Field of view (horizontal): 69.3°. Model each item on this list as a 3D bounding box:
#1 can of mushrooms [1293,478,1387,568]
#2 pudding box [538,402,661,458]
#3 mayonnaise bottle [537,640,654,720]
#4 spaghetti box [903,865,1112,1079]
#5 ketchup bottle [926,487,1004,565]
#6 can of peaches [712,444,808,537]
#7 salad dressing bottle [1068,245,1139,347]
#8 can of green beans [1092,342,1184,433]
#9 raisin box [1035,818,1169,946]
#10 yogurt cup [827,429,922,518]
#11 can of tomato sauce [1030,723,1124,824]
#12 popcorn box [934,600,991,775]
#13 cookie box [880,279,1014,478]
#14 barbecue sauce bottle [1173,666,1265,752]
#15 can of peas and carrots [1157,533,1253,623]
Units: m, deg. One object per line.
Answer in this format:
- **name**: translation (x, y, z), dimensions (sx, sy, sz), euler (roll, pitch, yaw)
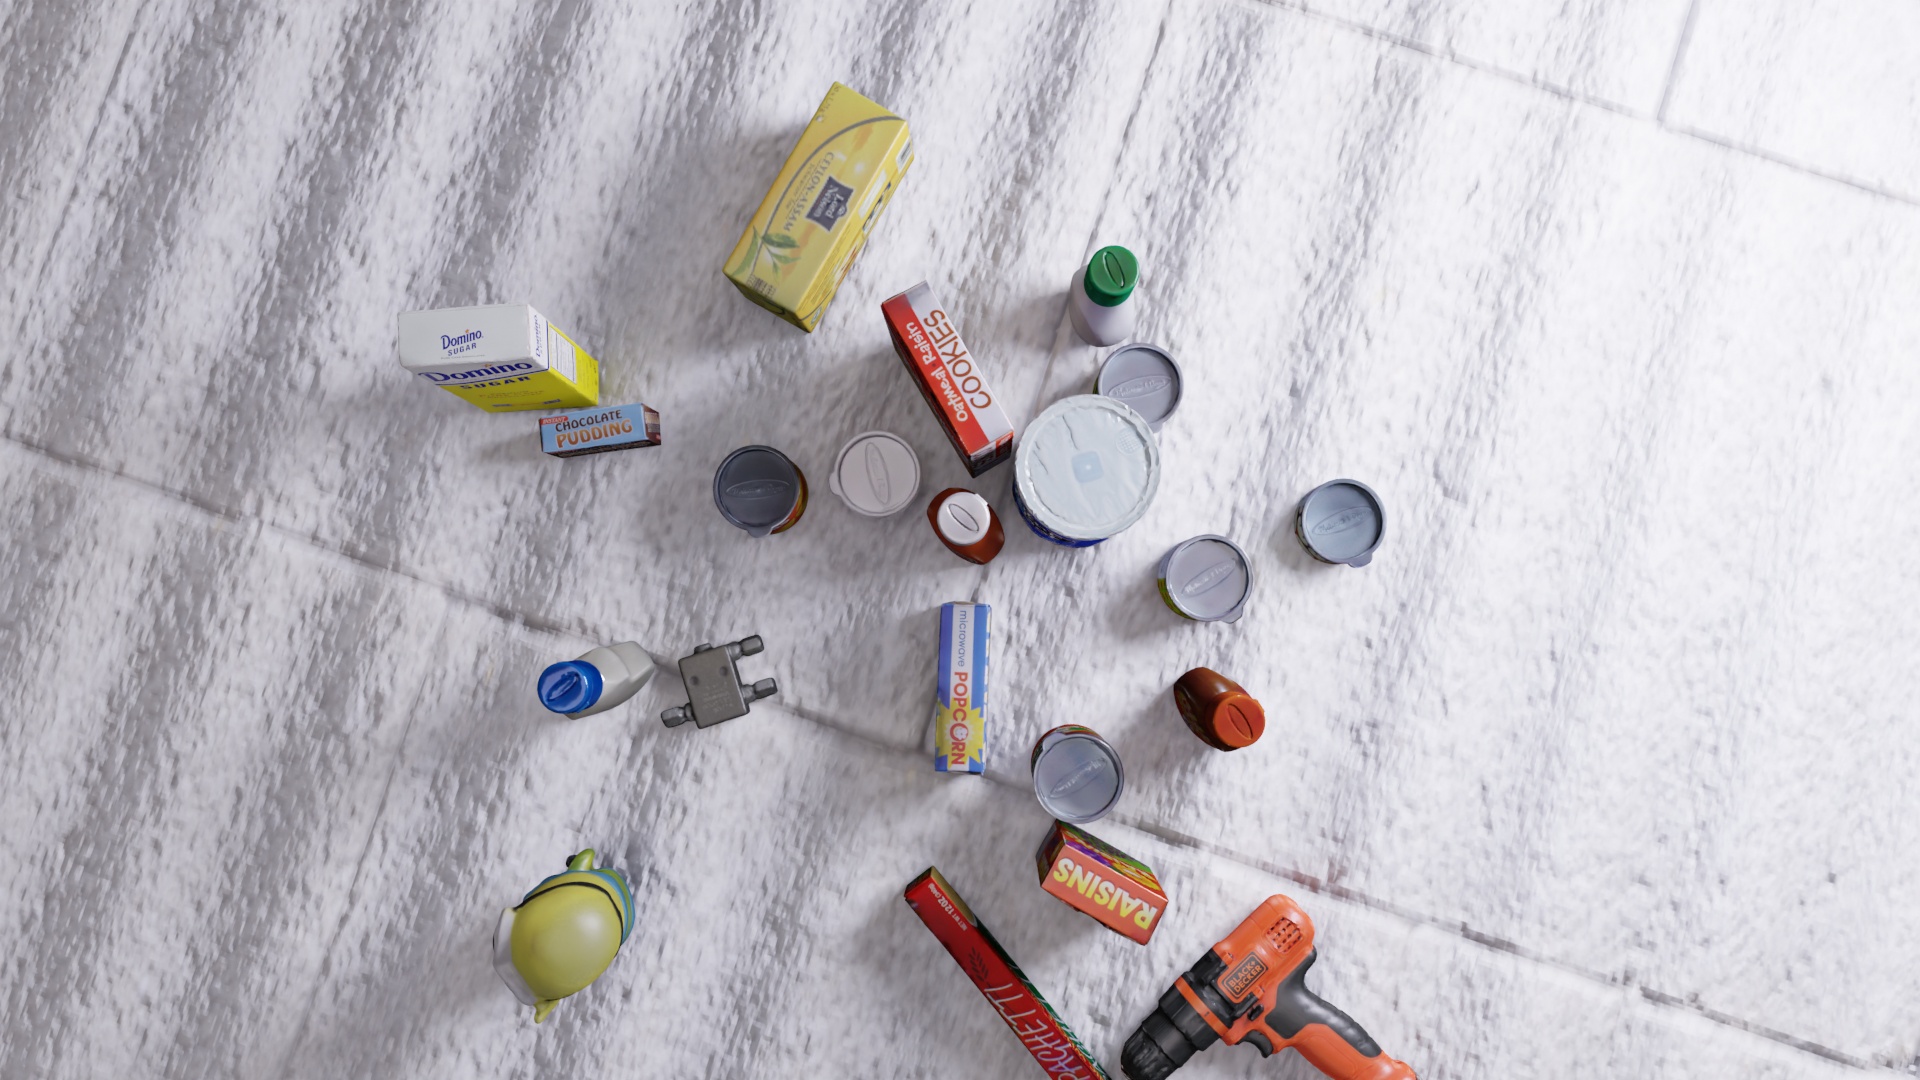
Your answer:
- **can of mushrooms**: translation (0.296, -0.012, 1.083), dimensions (0.071, 0.033, 0.071), euler (0, 87, 1)
- **pudding box**: translation (-0.282, -0.086, 1.089), dimensions (0.084, 0.049, 0.030), euler (-8, 87, 0)
- **mayonnaise bottle**: translation (-0.272, 0.104, 1.028), dimensions (0.065, 0.148, 0.041), euler (-39, 87, -1)
- **spaghetti box**: translation (0.047, 0.355, 1.056), dimensions (0.029, 0.050, 0.250), euler (-40, 87, -1)
- **ketchup bottle**: translation (0.004, -0.013, 1.030), dimensions (0.065, 0.149, 0.043), euler (42, 89, 3)
- **can of peaches**: translation (-0.154, -0.036, 1.079), dimensions (0.071, 0.058, 0.071), euler (0, 87, 1)
- **salad dressing bottle**: translation (0.108, -0.184, 1.040), dimensions (0.044, 0.147, 0.064), euler (-22, 87, 0)
- **can of green beans**: translation (0.137, -0.116, 1.080), dimensions (0.071, 0.058, 0.071), euler (0, 87, 1)
- **raisin box**: translation (0.101, 0.249, 1.025), dimensions (0.086, 0.123, 0.040), euler (29, 88, 2)
- **yogurt cup**: translation (-0.063, -0.049, 1.081), dimensions (0.072, 0.054, 0.072), euler (0, 87, 1)
- **can of tomato sauce**: translation (0.085, 0.173, 1.050), dimensions (0.071, 0.083, 0.071), euler (0, 87, 1)
- **popcorn box**: translation (0.003, 0.110, 1.054), dimensions (0.038, 0.085, 0.126), euler (2, 87, 1)
- **cookie box**: translation (-0.008, -0.114, 1.027), dimensions (0.040, 0.167, 0.123), euler (-31, 87, -1)
- **barbecue sauce bottle**: translation (0.192, 0.126, 1.019), dimensions (0.044, 0.148, 0.065), euler (-32, 87, -1)
- **can of peas and carrots**: translation (0.189, 0.031, 1.070), dimensions (0.071, 0.058, 0.071), euler (0, 87, 1)
